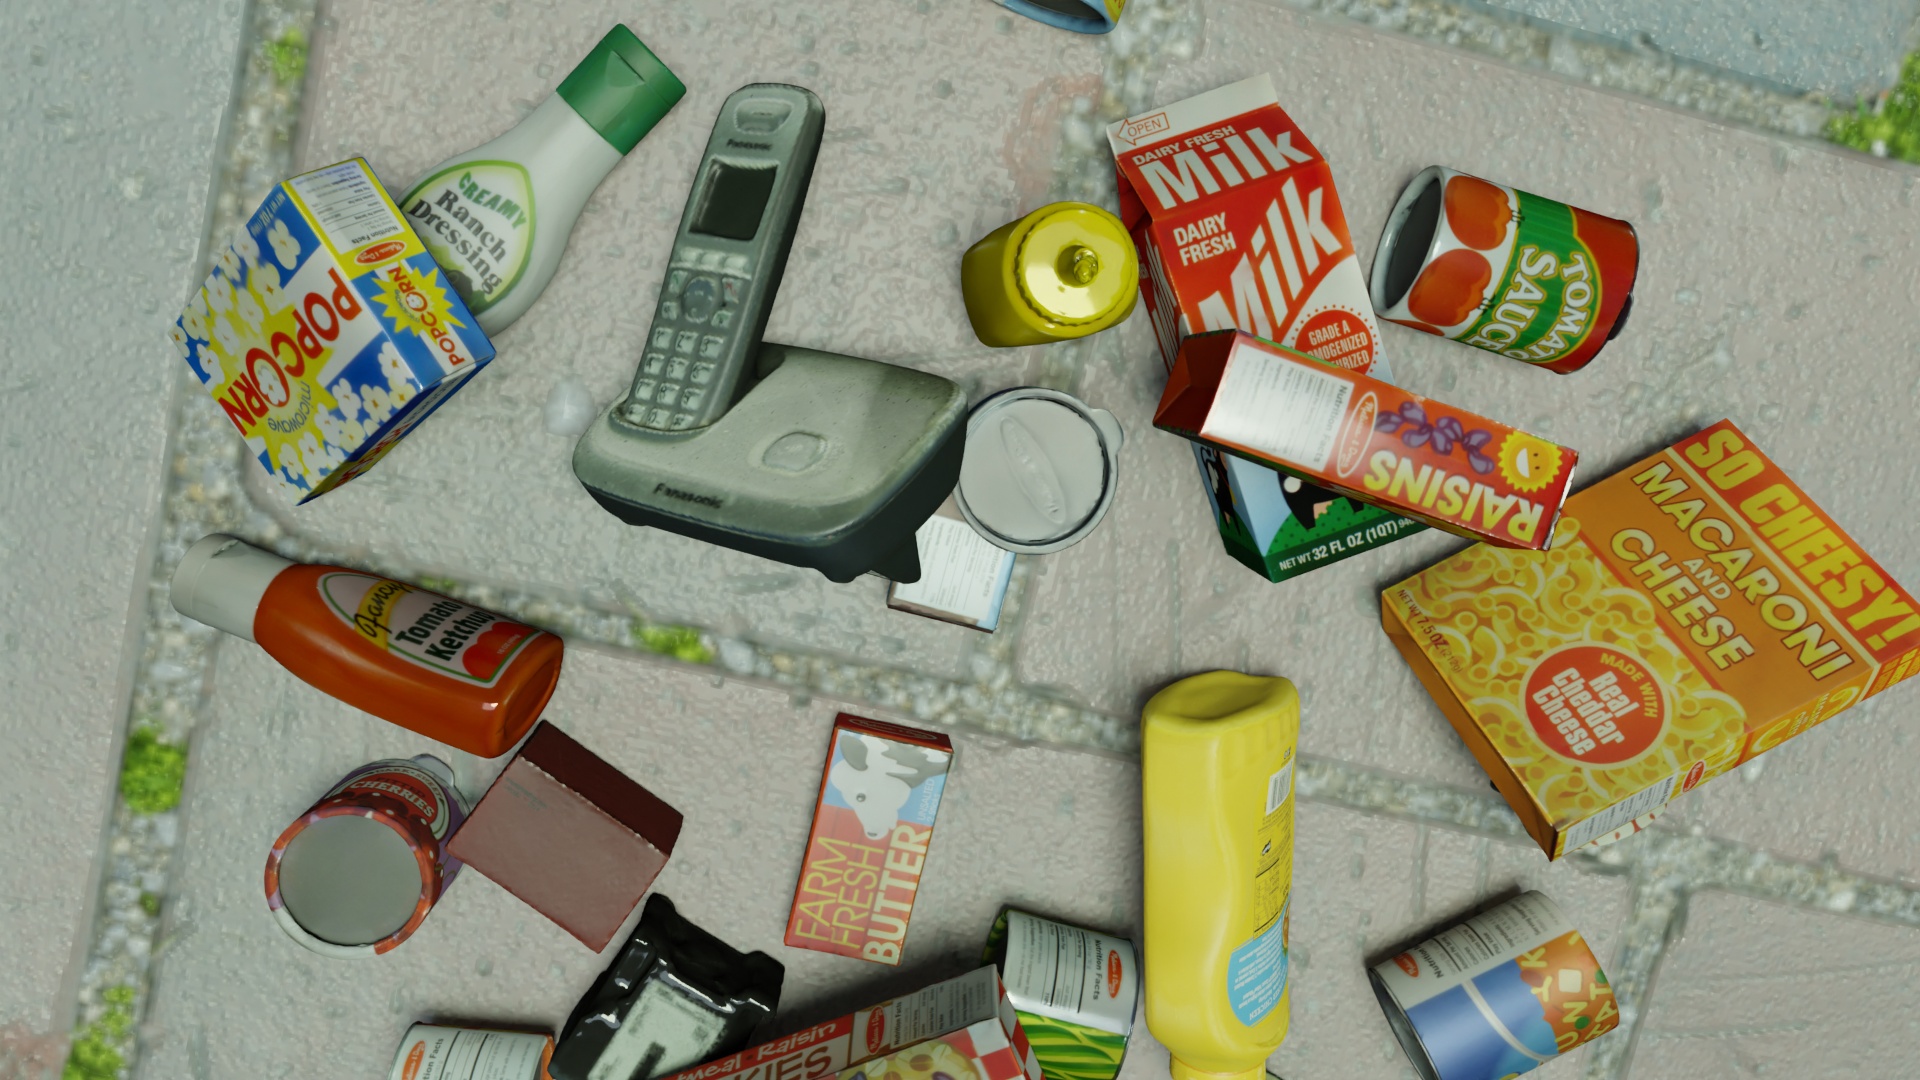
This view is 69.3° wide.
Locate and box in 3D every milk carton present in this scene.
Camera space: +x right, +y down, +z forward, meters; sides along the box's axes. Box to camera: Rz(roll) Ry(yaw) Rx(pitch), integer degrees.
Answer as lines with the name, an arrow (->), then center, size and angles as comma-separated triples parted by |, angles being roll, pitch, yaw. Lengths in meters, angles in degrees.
milk carton -> 0.121, -0.087, 0.564 | 0.072, 0.073, 0.190 | -19, 98, -1

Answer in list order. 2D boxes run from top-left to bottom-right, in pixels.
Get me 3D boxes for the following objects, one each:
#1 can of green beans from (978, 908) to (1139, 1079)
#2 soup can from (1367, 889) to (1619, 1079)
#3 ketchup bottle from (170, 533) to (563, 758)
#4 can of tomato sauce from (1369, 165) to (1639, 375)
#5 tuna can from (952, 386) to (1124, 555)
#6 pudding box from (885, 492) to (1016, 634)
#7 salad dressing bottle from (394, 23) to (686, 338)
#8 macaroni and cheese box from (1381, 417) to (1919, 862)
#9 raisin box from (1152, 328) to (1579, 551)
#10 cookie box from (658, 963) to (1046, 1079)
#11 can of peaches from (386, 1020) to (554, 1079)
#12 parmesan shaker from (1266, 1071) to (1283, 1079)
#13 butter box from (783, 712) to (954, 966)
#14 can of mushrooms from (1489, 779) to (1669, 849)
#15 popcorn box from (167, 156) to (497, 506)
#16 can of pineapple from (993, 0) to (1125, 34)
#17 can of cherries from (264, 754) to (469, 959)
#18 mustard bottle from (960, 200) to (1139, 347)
can of green beans -> 0.039, 0.199, 0.601 | 0.058, 0.071, 0.071 | 15, 97, -5
soup can -> 0.235, 0.205, 0.614 | 0.084, 0.071, 0.071 | -26, 99, 0
ketchup bottle -> -0.243, 0.039, 0.566 | 0.149, 0.065, 0.043 | 20, 115, 2
can of tomato sauce -> 0.221, -0.110, 0.570 | 0.083, 0.071, 0.071 | 16, 97, -5
tuna can -> 0.030, -0.030, 0.555 | 0.071, 0.033, 0.071 | -1, 98, -4
pudding box -> 0.002, -0.007, 0.589 | 0.050, 0.030, 0.083 | 15, 96, -4
salad dressing bottle -> -0.173, -0.140, 0.553 | 0.064, 0.044, 0.147 | 44, 93, -5
macaroni and cheese box -> 0.281, 0.037, 0.574 | 0.166, 0.040, 0.124 | -27, 54, 0
raisin box -> 0.138, -0.036, 0.490 | 0.123, 0.086, 0.040 | 18, 95, -5
cookie box -> -0.041, 0.257, 0.563 | 0.167, 0.040, 0.122 | -21, 105, 6
can of peaches -> -0.209, 0.243, 0.592 | 0.058, 0.071, 0.071 | 6, 97, -5
parmesan shaker -> 0.127, 0.299, 0.619 | 0.071, 0.071, 0.103 | 37, 93, -8
butter box -> -0.041, 0.131, 0.608 | 0.053, 0.024, 0.103 | 13, 97, -6
can of mushrooms -> 0.269, 0.103, 0.603 | 0.071, 0.071, 0.033 | -29, 100, 1
popcorn box -> -0.239, -0.075, 0.525 | 0.126, 0.038, 0.085 | -25, 102, 41
can of pineapple -> 0.042, -0.238, 0.542 | 0.071, 0.071, 0.057 | 19, 97, -6
can of cherries -> -0.243, 0.129, 0.577 | 0.071, 0.058, 0.071 | 0, 98, -3
mustard bottle -> 0.037, -0.098, 0.514 | 0.065, 0.160, 0.048 | -13, 97, -3
